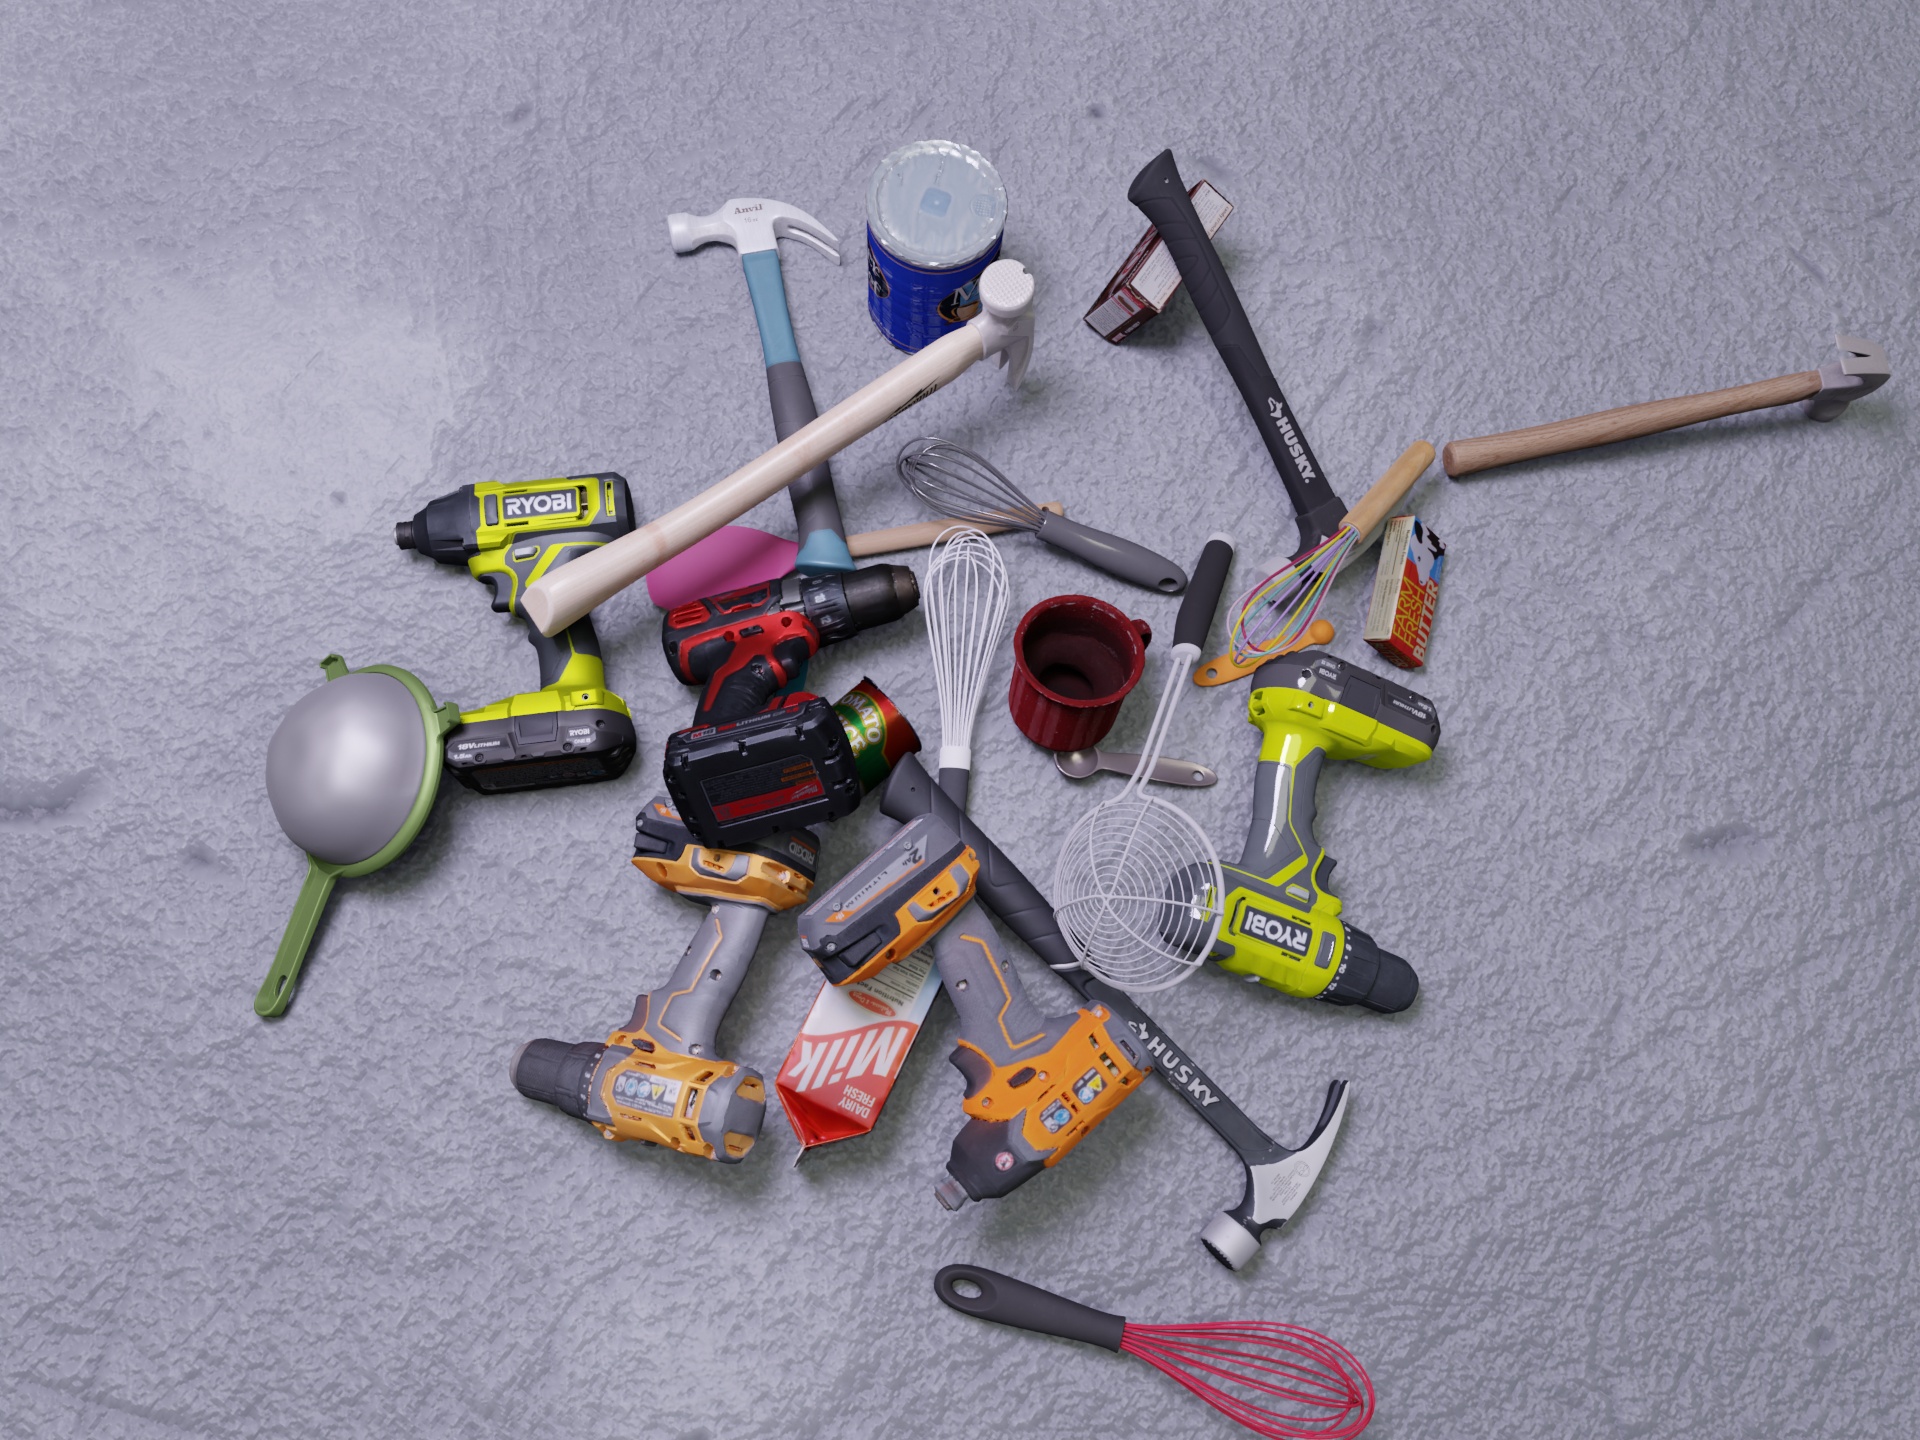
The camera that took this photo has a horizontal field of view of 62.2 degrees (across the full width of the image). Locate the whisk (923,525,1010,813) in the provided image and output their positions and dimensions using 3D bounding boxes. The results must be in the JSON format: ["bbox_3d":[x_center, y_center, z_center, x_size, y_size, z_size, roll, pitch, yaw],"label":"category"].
[{"bbox_3d":[-0.001,-0.004,1.154,0.070,0.070,0.285,4,80,-2],"label":"whisk"}]

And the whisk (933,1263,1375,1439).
[{"bbox_3d":[0.125,0.410,1.049,0.296,0.073,0.073,14,75,8],"label":"whisk"}]

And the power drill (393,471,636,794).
[{"bbox_3d":[-0.318,-0.066,1.146,0.171,0.080,0.223,-7,72,-4],"label":"power drill"}]

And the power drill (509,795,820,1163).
[{"bbox_3d":[-0.201,0.170,1.073,0.185,0.084,0.226,5,72,25],"label":"power drill"}]

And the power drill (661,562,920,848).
[{"bbox_3d":[-0.113,-0.027,1.085,0.188,0.080,0.227,-15,36,3],"label":"power drill"}]

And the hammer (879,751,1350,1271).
[{"bbox_3d":[0.095,0.177,1.097,0.149,0.036,0.409,-43,87,-14],"label":"hammer"}]

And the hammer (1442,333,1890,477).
[{"bbox_3d":[0.538,-0.234,1.218,0.331,0.130,0.031,-11,80,3],"label":"hammer"}]

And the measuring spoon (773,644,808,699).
[{"bbox_3d":[-0.137,0.002,1.165,0.042,0.021,0.129,29,63,-30],"label":"measuring spoon"}]

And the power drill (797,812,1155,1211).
[{"bbox_3d":[-0.003,0.191,1.017,0.164,0.084,0.226,-40,93,-14],"label":"power drill"}]

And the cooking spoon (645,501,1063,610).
[{"bbox_3d":[-0.078,-0.132,1.201,0.319,0.017,0.069,-11,72,-5],"label":"cooking spoon"}]

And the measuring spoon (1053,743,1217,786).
[{"bbox_3d":[0.128,0.037,1.170,0.124,0.018,0.034,9,60,-7],"label":"measuring spoon"}]

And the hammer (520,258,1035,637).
[{"bbox_3d":[-0.122,-0.178,1.125,0.410,0.146,0.038,-33,79,-7],"label":"hammer"}]

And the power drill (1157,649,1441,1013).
[{"bbox_3d":[0.257,0.084,1.122,0.190,0.080,0.228,22,76,-13],"label":"power drill"}]

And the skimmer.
[{"bbox_3d":[0.155,0.017,1.121,0.127,0.090,0.363,-9,42,35],"label":"skimmer"}]

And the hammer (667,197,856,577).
[{"bbox_3d":[-0.134,-0.257,1.216,0.128,0.033,0.331,-12,72,-6],"label":"hammer"}]

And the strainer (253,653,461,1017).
[{"bbox_3d":[-0.446,0.078,1.081,0.152,0.069,0.256,19,87,33],"label":"strainer"}]

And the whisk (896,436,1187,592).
[{"bbox_3d":[0.063,-0.149,1.183,0.239,0.055,0.055,22,75,-11],"label":"whisk"}]

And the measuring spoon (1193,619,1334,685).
[{"bbox_3d":[0.229,-0.051,1.196,0.117,0.011,0.021,-21,77,-8],"label":"measuring spoon"}]

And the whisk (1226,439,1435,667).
[{"bbox_3d":[0.271,-0.125,1.152,0.245,0.051,0.047,-46,109,-20],"label":"whisk"}]

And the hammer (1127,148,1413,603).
[{"bbox_3d":[0.219,-0.266,1.185,0.146,0.035,0.334,-30,98,-16],"label":"hammer"}]
